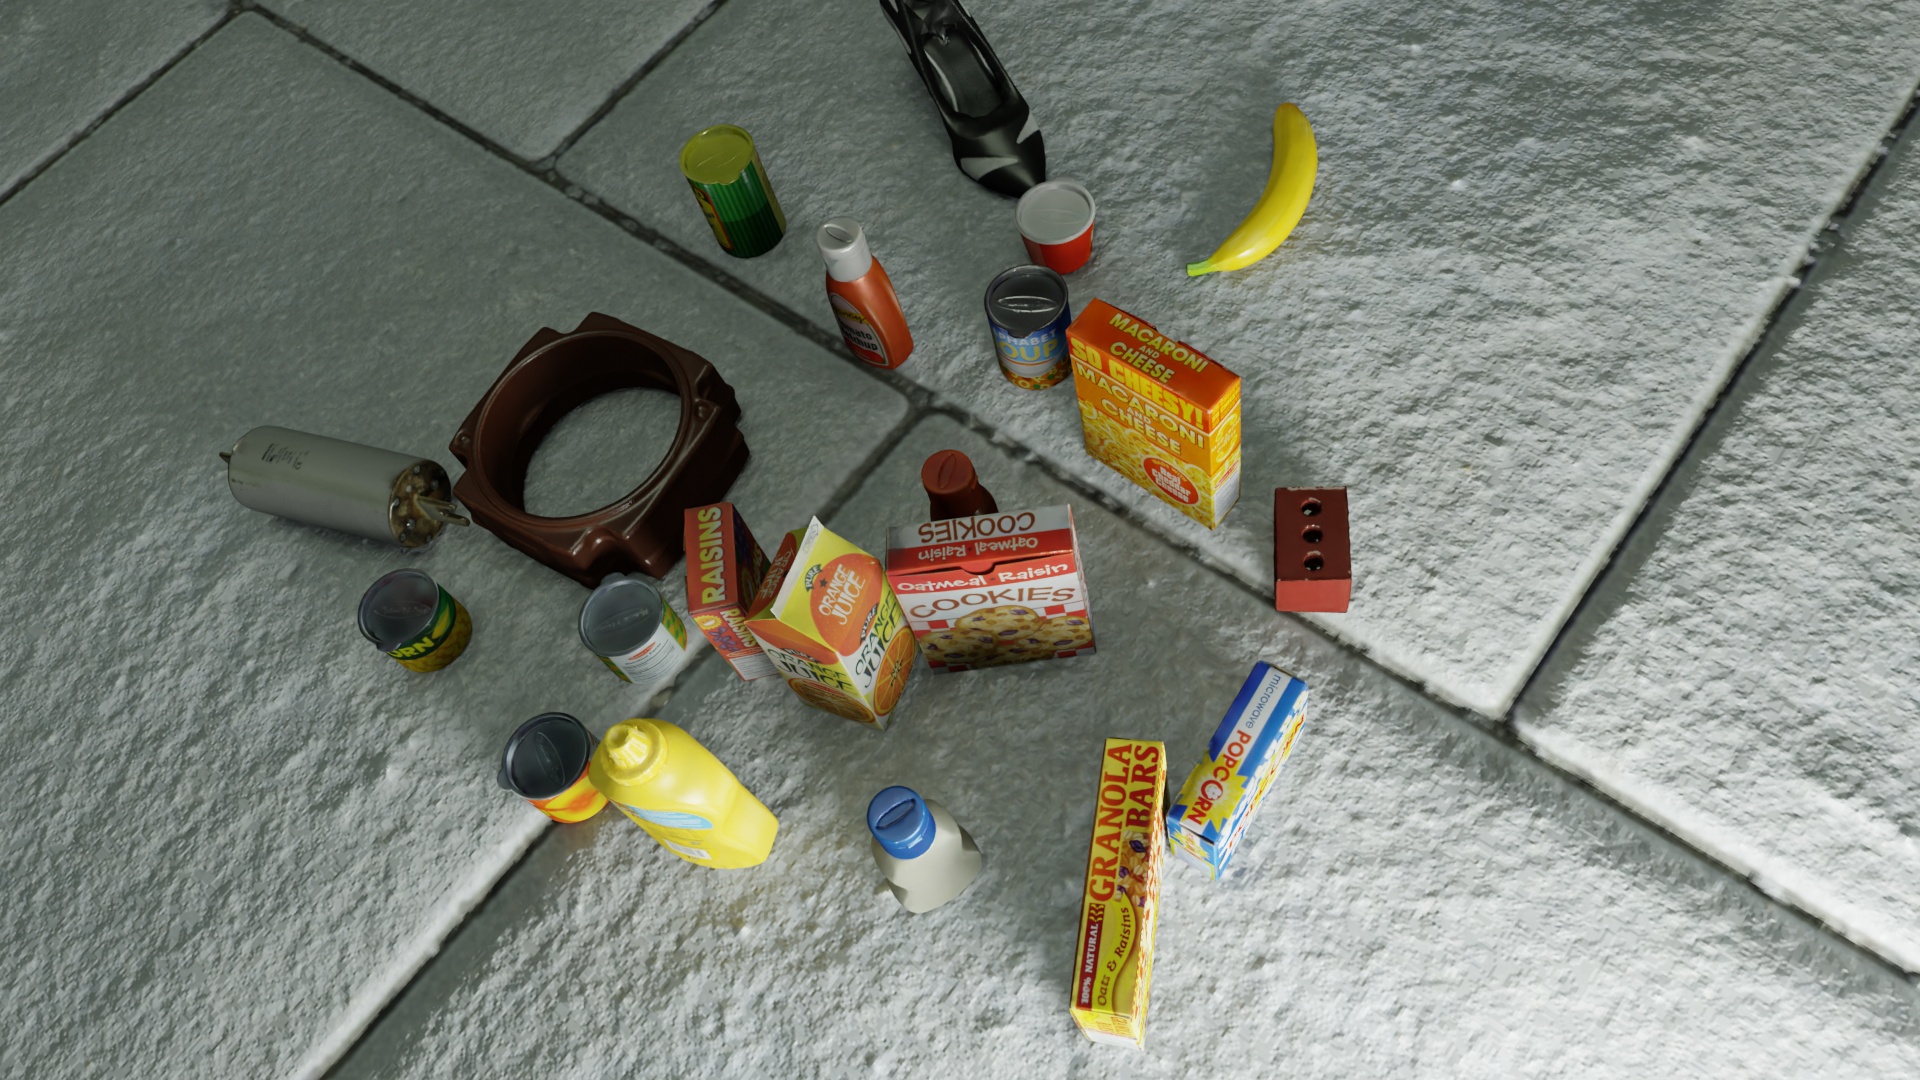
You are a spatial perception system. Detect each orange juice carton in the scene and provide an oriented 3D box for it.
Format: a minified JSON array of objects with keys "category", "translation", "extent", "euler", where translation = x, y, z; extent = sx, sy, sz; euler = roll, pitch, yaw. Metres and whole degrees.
[{"category":"orange juice carton","translation":[-0.089,0.058,0.955],"extent":[0.073,0.192,0.072],"euler":[16,66,18]}]

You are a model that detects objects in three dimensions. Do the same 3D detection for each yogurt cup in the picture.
[{"category":"yogurt cup","translation":[0.082,-0.263,1.179],"extent":[0.072,0.053,0.073],"euler":[-4,61,8]}]

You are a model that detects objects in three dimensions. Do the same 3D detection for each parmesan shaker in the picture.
[{"category":"parmesan shaker","translation":[-0.199,-0.304,1.226],"extent":[0.071,0.102,0.071],"euler":[-5,61,8]}]

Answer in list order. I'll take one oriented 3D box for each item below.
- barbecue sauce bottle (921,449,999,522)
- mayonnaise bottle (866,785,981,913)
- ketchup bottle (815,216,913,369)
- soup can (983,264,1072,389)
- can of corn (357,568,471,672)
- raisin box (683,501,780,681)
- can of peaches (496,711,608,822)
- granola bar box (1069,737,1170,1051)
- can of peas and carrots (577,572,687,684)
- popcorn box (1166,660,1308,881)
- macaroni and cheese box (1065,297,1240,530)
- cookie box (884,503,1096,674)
[{"category":"barbecue sauce bottle","translation":[0.004,-0.013,1.002],"extent":[0.044,0.148,0.065],"euler":[10,64,16]},{"category":"mayonnaise bottle","translation":[-0.027,0.197,0.893],"extent":[0.065,0.147,0.041],"euler":[-34,61,-8]},{"category":"ketchup bottle","translation":[-0.080,-0.200,1.120],"extent":[0.065,0.148,0.044],"euler":[31,71,24]},{"category":"soup can","translation":[0.057,-0.168,1.114],"extent":[0.071,0.083,0.071],"euler":[-5,61,8]},{"category":"can of corn","translation":[-0.428,0.066,1.092],"extent":[0.071,0.058,0.071],"euler":[-4,61,8]},{"category":"raisin box","translation":[-0.165,0.039,1.020],"extent":[0.040,0.123,0.086],"euler":[-11,61,5]},{"category":"can of peaches","translation":[-0.292,0.167,1.011],"extent":[0.071,0.057,0.071],"euler":[-4,61,8]},{"category":"granola bar box","translation":[0.102,0.222,0.869],"extent":[0.039,0.123,0.166],"euler":[4,63,13]},{"category":"can of peas and carrots","translation":[-0.249,0.067,1.057],"extent":[0.071,0.058,0.071],"euler":[-4,61,8]},{"category":"popcorn box","translation":[0.183,0.152,0.915],"extent":[0.038,0.085,0.127],"euler":[27,70,23]},{"category":"macaroni and cheese box","translation":[0.143,-0.090,1.008],"extent":[0.124,0.165,0.040],"euler":[34,73,25]},{"category":"cookie box","translation":[0.025,0.038,0.960],"extent":[0.123,0.166,0.040],"euler":[-8,61,6]}]
